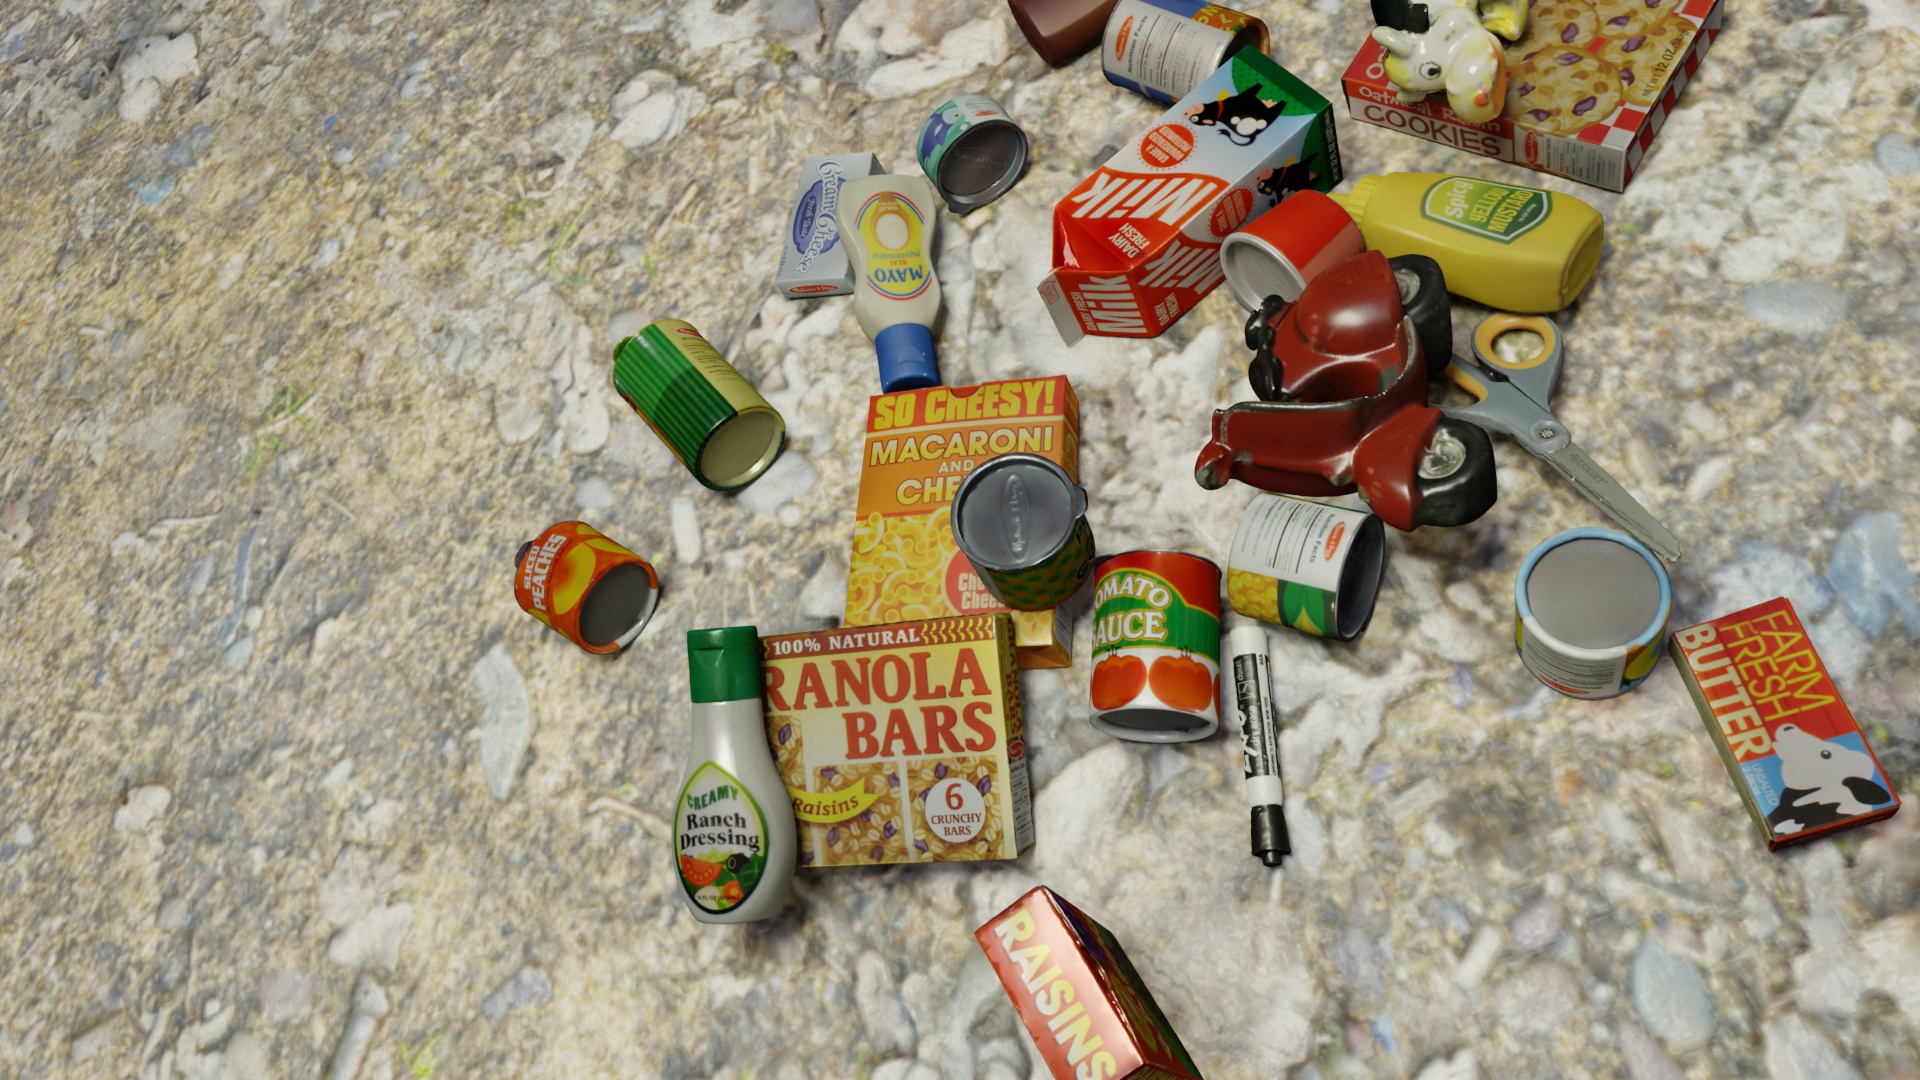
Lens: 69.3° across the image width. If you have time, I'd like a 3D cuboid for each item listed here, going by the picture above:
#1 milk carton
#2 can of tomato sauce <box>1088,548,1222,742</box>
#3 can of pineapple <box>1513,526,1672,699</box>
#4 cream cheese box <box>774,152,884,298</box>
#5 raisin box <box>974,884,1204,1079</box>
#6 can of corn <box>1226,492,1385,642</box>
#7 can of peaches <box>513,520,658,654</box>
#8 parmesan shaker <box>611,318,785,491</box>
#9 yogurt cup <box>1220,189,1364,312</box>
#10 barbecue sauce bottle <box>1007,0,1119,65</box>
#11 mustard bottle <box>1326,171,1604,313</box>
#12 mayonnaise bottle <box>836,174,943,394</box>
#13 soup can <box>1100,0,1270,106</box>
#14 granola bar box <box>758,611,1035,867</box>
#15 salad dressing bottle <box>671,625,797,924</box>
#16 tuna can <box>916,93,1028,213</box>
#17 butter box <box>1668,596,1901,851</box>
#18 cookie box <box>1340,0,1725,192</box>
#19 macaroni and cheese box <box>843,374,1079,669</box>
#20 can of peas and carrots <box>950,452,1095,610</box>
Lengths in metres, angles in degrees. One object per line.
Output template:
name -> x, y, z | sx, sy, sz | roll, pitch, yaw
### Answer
milk carton -> 0.126, -0.192, 0.815 | 0.190, 0.072, 0.073 | -40, 59, -1
can of tomato sauce -> 0.098, 0.054, 0.708 | 0.071, 0.071, 0.083 | -4, 65, 20
can of pineapple -> 0.294, 0.032, 0.649 | 0.071, 0.057, 0.071 | -9, 63, 18
cream cheese box -> -0.087, -0.213, 0.936 | 0.053, 0.024, 0.104 | 1, 66, 20
raisin box -> 0.060, 0.209, 0.616 | 0.040, 0.123, 0.086 | -35, 58, 3
can of corn -> 0.175, 0.014, 0.700 | 0.058, 0.071, 0.071 | 14, 72, 32
can of peaches -> -0.229, 0.028, 0.847 | 0.058, 0.071, 0.071 | 27, 78, 28
parmesan shaker -> -0.168, -0.086, 0.878 | 0.071, 0.071, 0.103 | -44, 59, -3
yogurt cup -> 0.189, -0.160, 0.781 | 0.054, 0.072, 0.072 | -42, 58, -11
barbecue sauce bottle -> 0.108, -0.382, 0.931 | 0.148, 0.043, 0.065 | -32, 59, 4
mustard bottle -> 0.263, -0.171, 0.762 | 0.160, 0.048, 0.065 | 25, 60, 33
mayonnaise bottle -> -0.040, -0.160, 0.875 | 0.065, 0.041, 0.148 | -5, 68, -10
soup can -> 0.142, -0.305, 0.869 | 0.084, 0.071, 0.071 | 32, 80, 30
granola bar box -> -0.049, 0.107, 0.734 | 0.165, 0.039, 0.124 | -7, 86, 19
salad dressing bottle -> -0.118, 0.118, 0.713 | 0.064, 0.044, 0.147 | -6, 86, 18
tuna can -> 0.006, -0.249, 0.895 | 0.071, 0.071, 0.033 | -34, 58, 4
butter box -> 0.363, 0.080, 0.618 | 0.053, 0.024, 0.104 | -20, 60, 12
cookie box -> 0.326, -0.281, 0.799 | 0.168, 0.040, 0.123 | 28, 78, 30
macaroni and cheese box -> 0.003, -0.010, 0.793 | 0.123, 0.040, 0.167 | -4, 65, 18
can of peas and carrots -> 0.036, -0.004, 0.721 | 0.071, 0.058, 0.071 | -6, 64, 13
